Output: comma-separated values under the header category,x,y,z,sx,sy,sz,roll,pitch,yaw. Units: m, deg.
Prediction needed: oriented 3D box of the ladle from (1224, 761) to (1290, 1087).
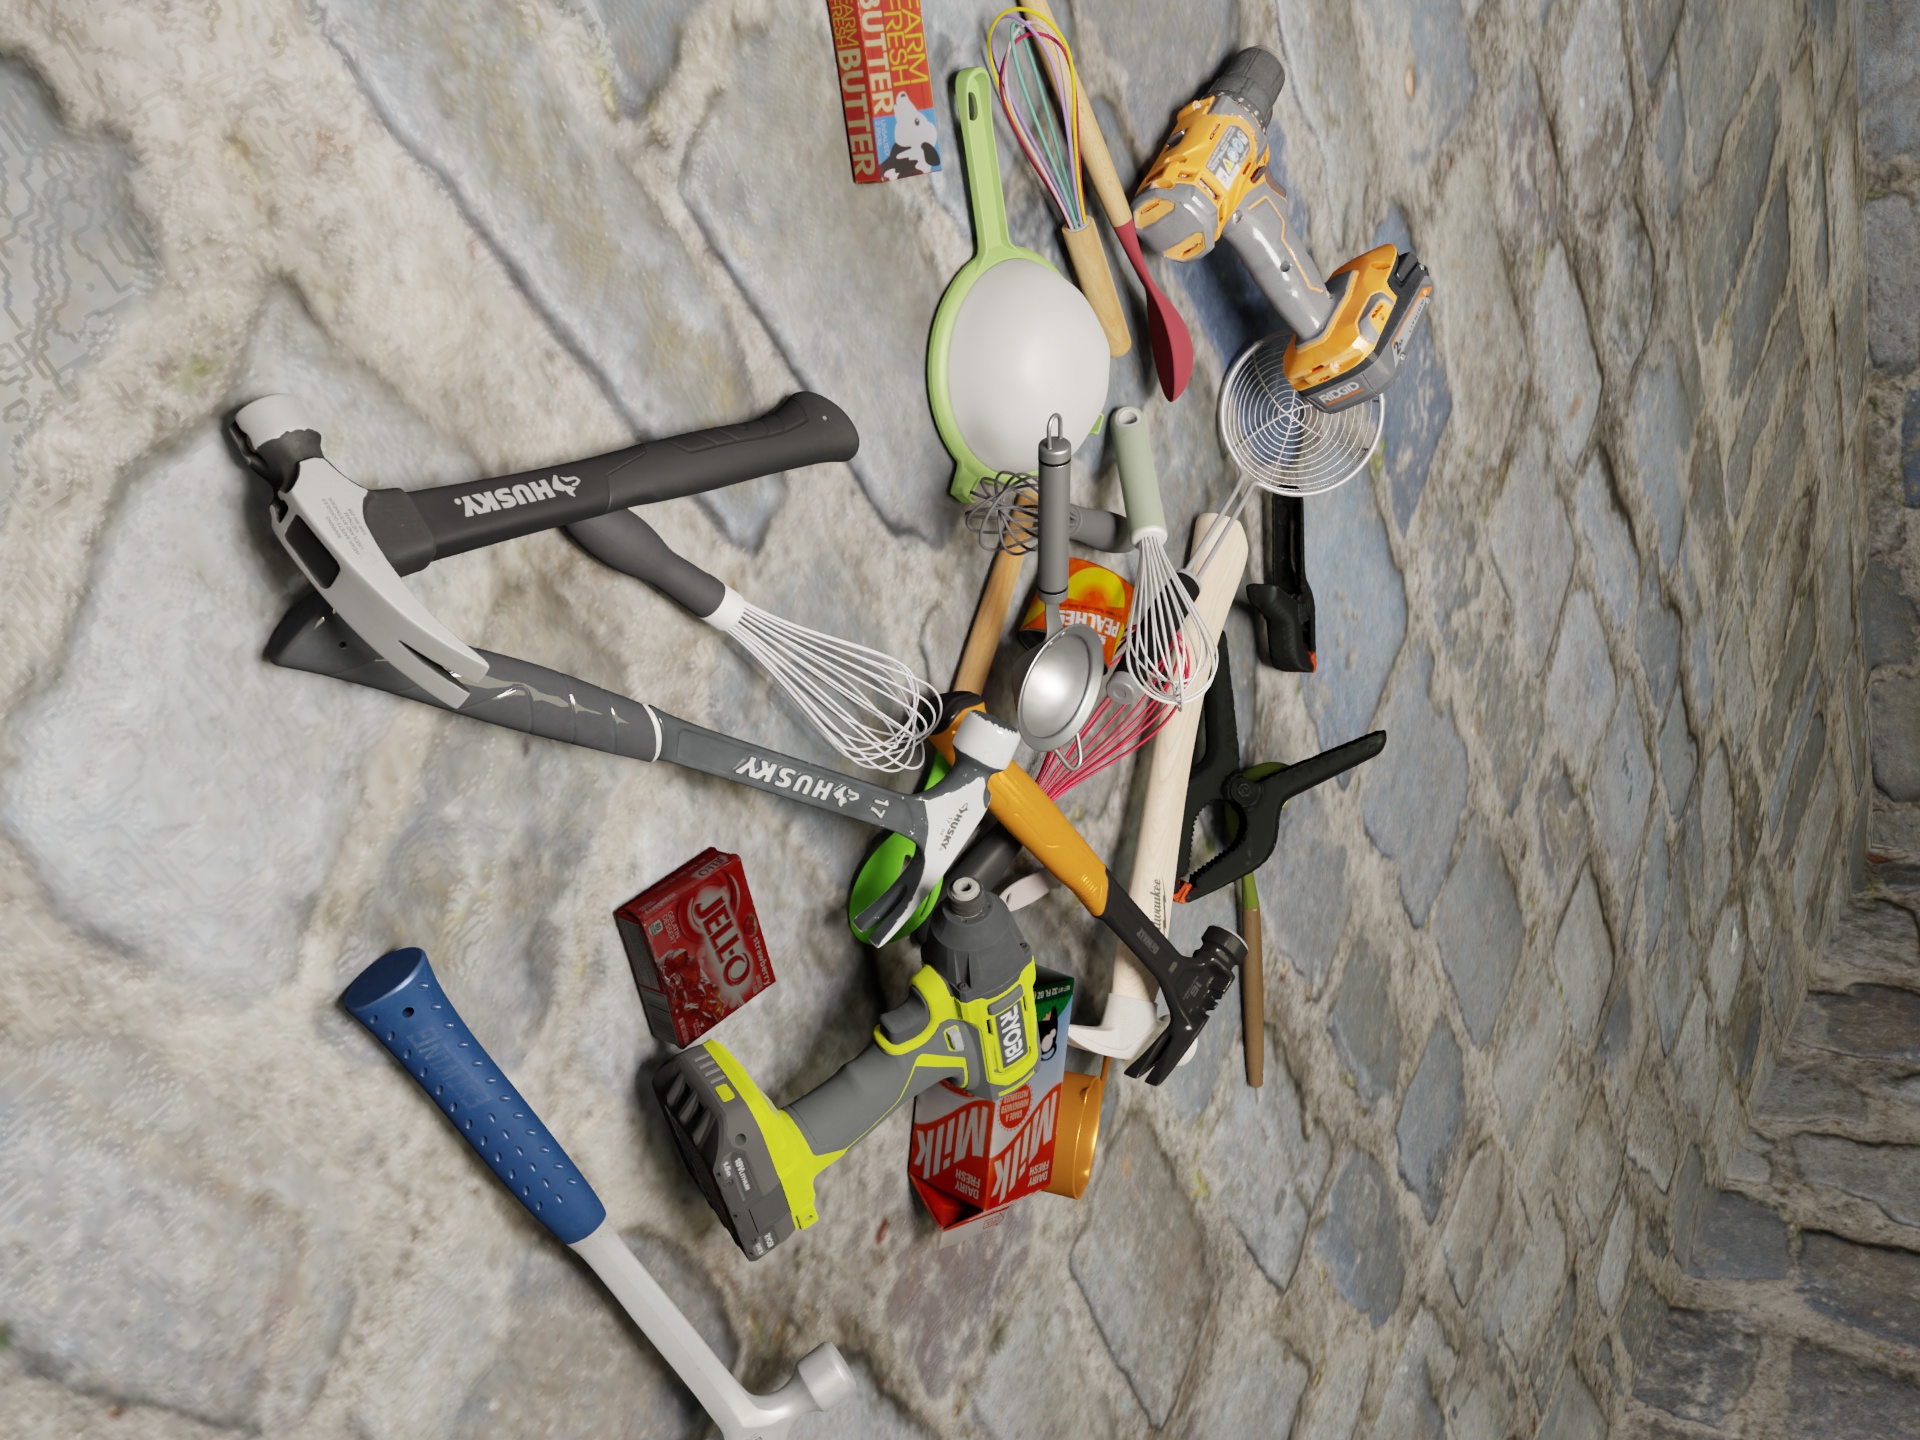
category,x,y,z,sx,sy,sz,roll,pitch,yaw
ladle,0.259,0.181,1.350,0.078,0.062,0.320,-48,137,-56

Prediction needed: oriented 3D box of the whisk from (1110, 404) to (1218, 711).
category,x,y,z,sx,sy,sz,roll,pitch,yaw
whisk,0.127,-0.113,1.054,0.059,0.058,0.247,79,5,-58

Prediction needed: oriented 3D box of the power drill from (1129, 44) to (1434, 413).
category,x,y,z,sx,sy,sz,roll,pitch,yaw
power drill,0.236,-0.354,1.133,0.226,0.084,0.185,39,63,-22

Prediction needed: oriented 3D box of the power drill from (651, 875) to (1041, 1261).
category,x,y,z,sx,sy,sz,roll,pitch,yaw
power drill,-0.055,0.193,0.916,0.223,0.080,0.171,-30,136,-22

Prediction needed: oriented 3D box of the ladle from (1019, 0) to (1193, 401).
category,x,y,z,sx,sy,sz,roll,pitch,yaw
ladle,0.095,-0.350,1.041,0.031,0.069,0.315,-26,122,6

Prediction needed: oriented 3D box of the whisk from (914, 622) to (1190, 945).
category,x,y,z,sx,sy,sz,roll,pitch,yaw
whisk,0.063,0.041,1.094,0.296,0.073,0.073,-50,132,-19

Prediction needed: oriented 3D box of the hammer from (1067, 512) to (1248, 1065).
category,x,y,z,sx,sy,sz,roll,pitch,yaw
hammer,0.148,0.043,1.177,0.146,0.038,0.411,18,80,-39

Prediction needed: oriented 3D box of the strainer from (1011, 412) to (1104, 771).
category,x,y,z,sx,sy,sz,roll,pitch,yaw
strainer,0.055,-0.075,0.969,0.087,0.050,0.258,-38,143,-34

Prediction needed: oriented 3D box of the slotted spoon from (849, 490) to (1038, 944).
category,x,y,z,sx,sy,sz,roll,pitch,yaw
slotted spoon,-0.002,-0.003,1.029,0.070,0.031,0.314,27,78,-45

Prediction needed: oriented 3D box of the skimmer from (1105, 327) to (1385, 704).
category,x,y,z,sx,sy,sz,roll,pitch,yaw
skimmer,0.201,-0.149,1.137,0.127,0.090,0.363,40,52,-8

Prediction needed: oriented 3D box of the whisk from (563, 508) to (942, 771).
category,x,y,z,sx,sy,sz,roll,pitch,yaw
whisk,-0.110,-0.048,0.877,0.284,0.070,0.070,36,73,-41

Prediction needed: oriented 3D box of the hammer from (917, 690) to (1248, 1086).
category,x,y,z,sx,sy,sz,roll,pitch,yaw
hammer,0.075,0.106,1.061,0.127,0.034,0.336,-53,123,-19

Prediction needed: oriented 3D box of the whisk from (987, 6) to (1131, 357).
category,x,y,z,sx,sy,sz,roll,pitch,yaw
whisk,0.071,-0.334,1.010,0.051,0.047,0.244,-99,167,-46

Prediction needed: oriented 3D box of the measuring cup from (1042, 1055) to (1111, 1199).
category,x,y,z,sx,sy,sz,roll,pitch,yaw
measuring cup,0.079,0.272,1.179,0.174,0.052,0.095,-65,157,-52

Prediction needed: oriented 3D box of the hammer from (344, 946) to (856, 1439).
category,x,y,z,sx,sy,sz,roll,pitch,yaw
hammer,-0.199,0.280,0.846,0.144,0.035,0.405,-33,121,-11

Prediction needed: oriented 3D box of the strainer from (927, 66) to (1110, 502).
category,x,y,z,sx,sy,sz,roll,pitch,yaw
strainer,0.044,-0.268,0.980,0.151,0.069,0.256,-34,125,-39

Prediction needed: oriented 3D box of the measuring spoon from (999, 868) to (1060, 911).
category,x,y,z,sx,sy,sz,roll,pitch,yaw
measuring spoon,0.054,0.110,1.113,0.124,0.018,0.034,-18,117,-55

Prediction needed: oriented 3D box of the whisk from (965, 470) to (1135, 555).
category,x,y,z,sx,sy,sz,roll,pitch,yaw
whisk,0.069,-0.128,1.040,0.239,0.055,0.055,-2,101,-62

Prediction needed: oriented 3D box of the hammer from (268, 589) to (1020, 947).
category,x,y,z,sx,sy,sz,roll,pitch,yaw
hammer,-0.146,0.016,0.817,0.408,0.036,0.149,20,100,-40

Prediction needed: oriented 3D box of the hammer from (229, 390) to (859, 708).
category,x,y,z,sx,sy,sz,roll,pitch,yaw
hammer,-0.164,-0.112,0.772,0.335,0.035,0.146,-26,80,-49
